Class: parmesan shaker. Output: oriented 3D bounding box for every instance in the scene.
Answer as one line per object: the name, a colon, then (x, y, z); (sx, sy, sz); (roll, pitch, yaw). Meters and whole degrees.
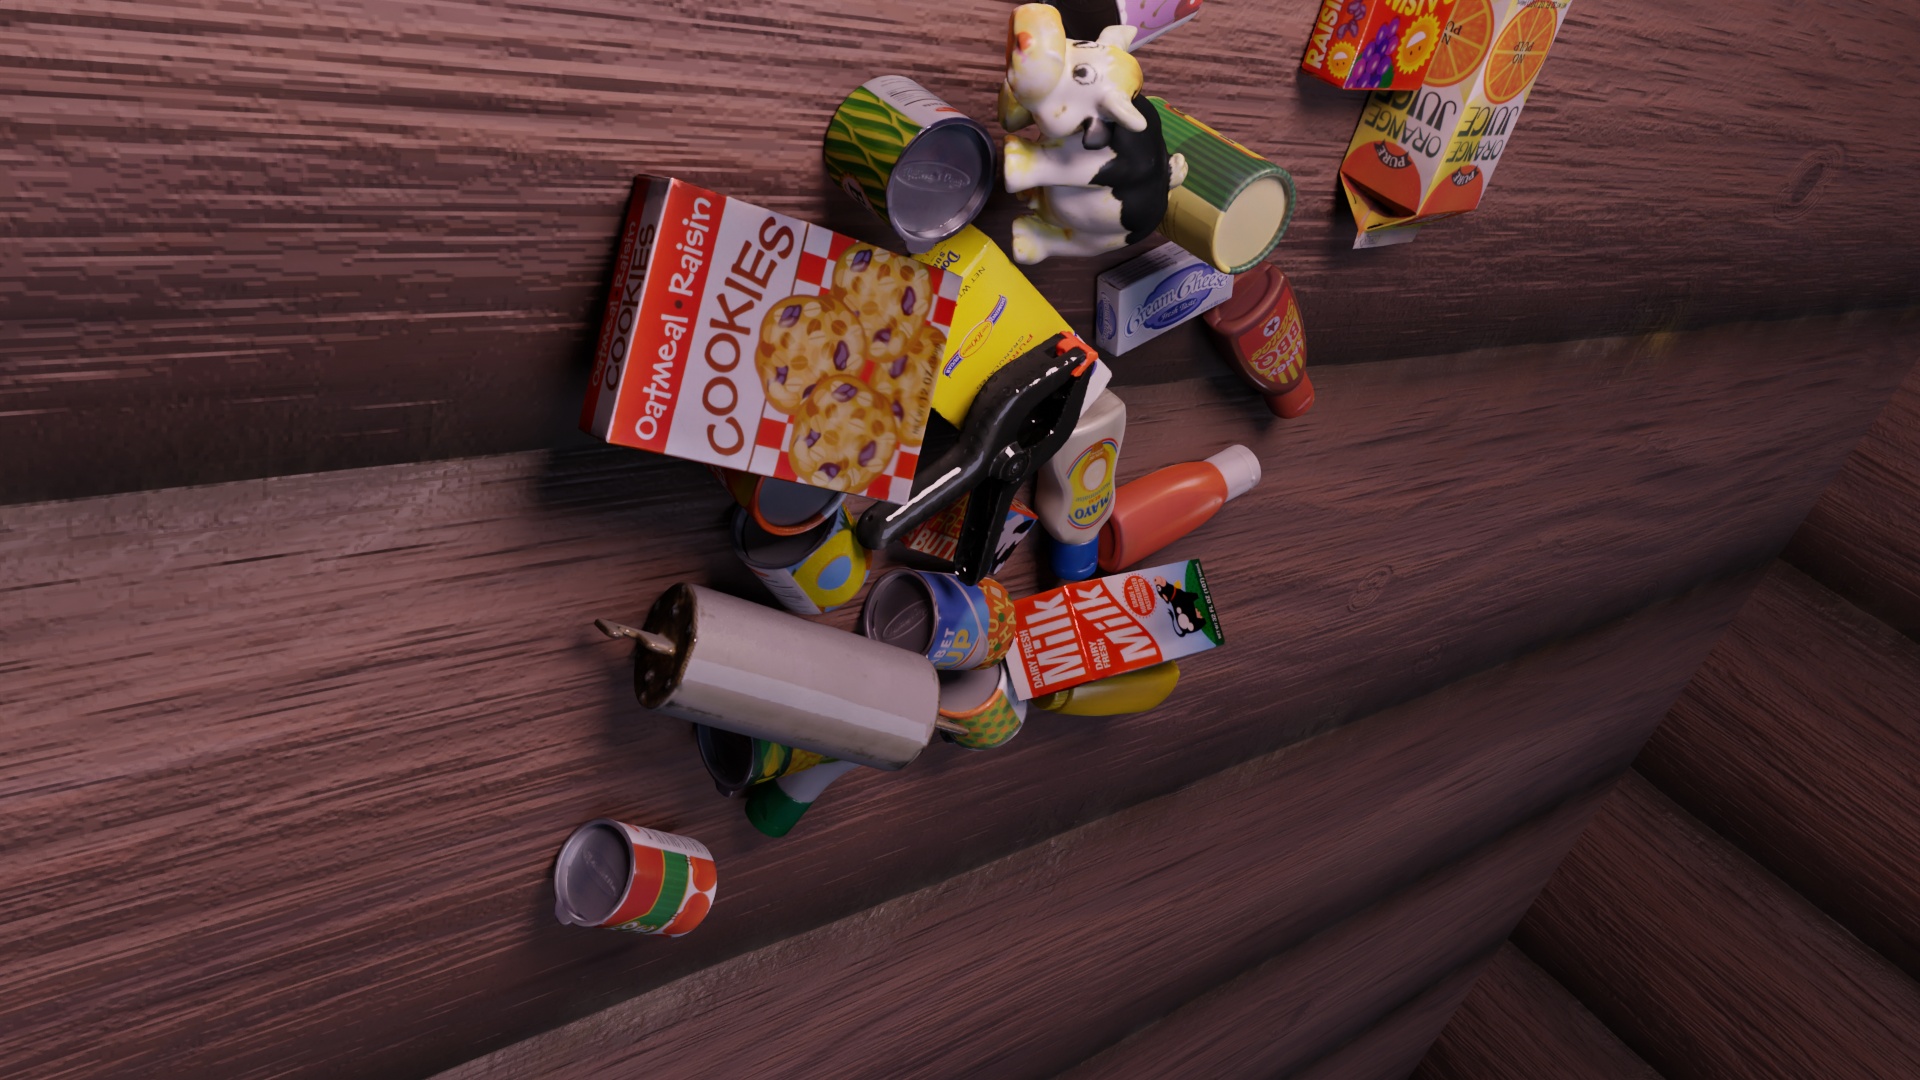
parmesan shaker: (0.134, -0.203, 0.801); (0.071, 0.103, 0.071); (-27, 140, -25)

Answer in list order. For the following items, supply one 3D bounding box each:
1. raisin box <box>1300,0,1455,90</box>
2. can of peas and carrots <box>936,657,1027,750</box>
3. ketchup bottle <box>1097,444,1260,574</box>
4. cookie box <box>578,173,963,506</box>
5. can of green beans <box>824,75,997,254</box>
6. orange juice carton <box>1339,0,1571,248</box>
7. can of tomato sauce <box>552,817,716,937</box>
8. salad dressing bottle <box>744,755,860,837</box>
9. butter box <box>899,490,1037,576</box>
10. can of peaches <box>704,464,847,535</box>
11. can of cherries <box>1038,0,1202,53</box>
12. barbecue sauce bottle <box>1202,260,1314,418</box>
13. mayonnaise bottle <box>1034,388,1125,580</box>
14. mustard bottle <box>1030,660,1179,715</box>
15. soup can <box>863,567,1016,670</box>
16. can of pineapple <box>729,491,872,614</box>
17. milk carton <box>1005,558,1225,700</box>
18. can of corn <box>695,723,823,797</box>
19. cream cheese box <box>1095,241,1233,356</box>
raisin box: (0.269, -0.344, 0.858); (0.086, 0.040, 0.122); (-15, 132, -38)
can of peas and carrots: (0.008, 0.112, 1.009); (0.071, 0.071, 0.058); (-40, 143, -9)
ketchup bottle: (0.162, -0.029, 1.048); (0.149, 0.043, 0.064); (-25, 140, -27)
cookie box: (-0.089, -0.093, 0.677); (0.167, 0.040, 0.123); (11, 95, -37)
can of green beans: (-0.025, -0.189, 0.690); (0.071, 0.058, 0.071); (-27, 140, -25)
orange juice carton: (0.324, -0.287, 0.939); (0.072, 0.073, 0.191); (-14, 134, -37)
can of tomato sauce: (-0.208, 0.219, 0.891); (0.071, 0.071, 0.083); (-50, 145, 5)
salad dressing bottle: (-0.092, 0.140, 0.942); (0.147, 0.064, 0.044); (-52, 154, 20)
butter box: (0.003, -0.012, 0.920); (0.103, 0.024, 0.053); (19, 110, -52)
can of peaches: (-0.101, -0.044, 0.754); (0.071, 0.058, 0.070); (-27, 141, -25)
can of cherries: (0.080, -0.284, 0.700); (0.058, 0.072, 0.071); (-33, 142, -18)
barbecue sauce bottle: (0.222, -0.138, 1.004); (0.065, 0.044, 0.148); (-47, 145, -1)
mayonnaise bottle: (0.080, -0.035, 0.960); (0.065, 0.041, 0.147); (-28, 140, -24)
mustard bottle: (0.100, 0.109, 1.106); (0.160, 0.065, 0.048); (-3, 129, -37)
soup can: (-0.012, 0.057, 0.930); (0.084, 0.071, 0.071); (8, 118, -49)
can of pineapple: (-0.089, 0.000, 0.802); (0.071, 0.071, 0.057); (-41, 144, -7)
milk carton: (0.102, 0.067, 1.033); (0.191, 0.072, 0.073); (-10, 170, -41)
can of corn: (-0.126, 0.122, 0.880); (0.058, 0.071, 0.070); (-9, 130, -41)
cream cheese box: (0.134, -0.165, 0.905); (0.104, 0.024, 0.053); (-29, 140, -23)
